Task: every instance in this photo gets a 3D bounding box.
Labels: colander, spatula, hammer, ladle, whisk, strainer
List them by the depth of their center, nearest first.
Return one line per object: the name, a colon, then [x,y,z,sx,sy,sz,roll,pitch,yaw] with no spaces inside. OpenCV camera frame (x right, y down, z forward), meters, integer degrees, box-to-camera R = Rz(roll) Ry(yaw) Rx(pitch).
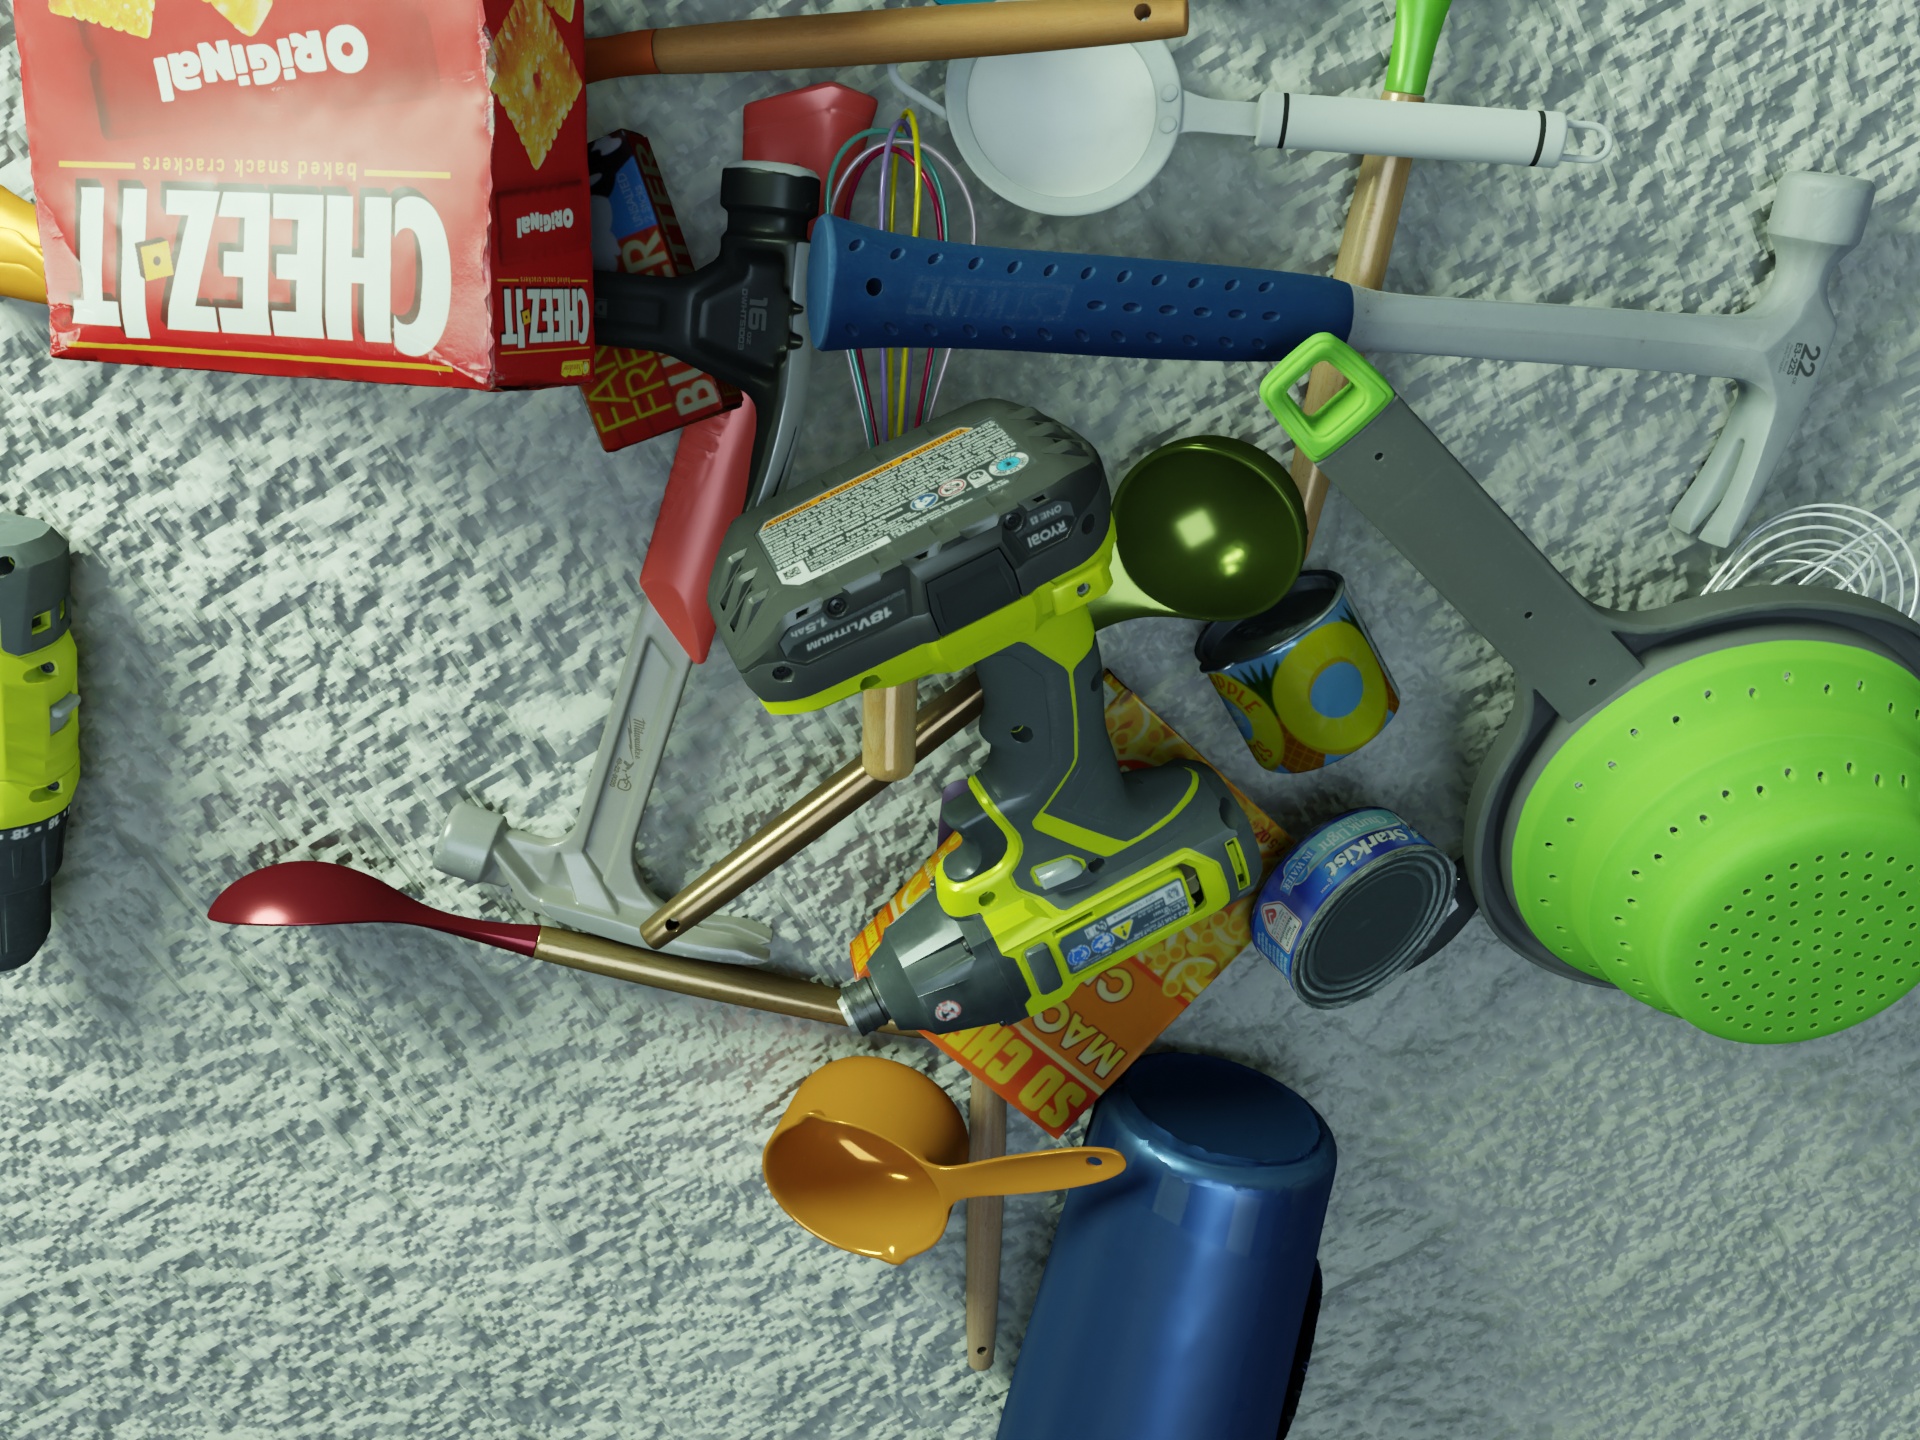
spatula: [-0.084,-0.235,0.549,0.322,0.041,0.081,1,94,12]
hammer: [-0.217,-0.146,0.566,0.337,0.034,0.127,9,103,8]
hammer: [0.146,-0.138,0.574,0.405,0.035,0.144,-1,113,-18]
strainer: [0.104,-0.215,0.574,0.258,0.050,0.087,5,84,3]
colander: [0.252,0.010,0.585,0.396,0.095,0.204,39,114,-24]
whisk: [-0.025,-0.096,0.585,0.051,0.047,0.245,-10,108,-40]
ladle: [-0.001,-0.002,0.637,0.320,0.062,0.078,-37,103,4]
hammer: [-0.096,-0.070,0.637,0.149,0.037,0.359,18,109,-9]
whisk: [0.276,0.018,0.679,0.070,0.070,0.284,40,109,-15]
ladle: [-0.159,0.104,0.695,0.315,0.069,0.031,14,91,-13]
spatula: [0.015,0.174,0.743,0.059,0.018,0.315,0,110,-5]

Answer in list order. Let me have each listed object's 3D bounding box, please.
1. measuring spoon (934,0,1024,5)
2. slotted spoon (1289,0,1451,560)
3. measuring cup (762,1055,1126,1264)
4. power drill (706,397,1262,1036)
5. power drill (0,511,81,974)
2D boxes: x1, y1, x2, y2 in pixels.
measuring spoon: [0.052,-0.279,0.579,0.128,0.021,0.042,-7,119,10]
slotted spoon: [0.159,-0.210,0.601,0.070,0.031,0.313,7,112,-5]
measuring cup: [-0.003,0.185,0.701,0.173,0.052,0.095,-14,117,26]
power drill: [0.005,0.015,0.573,0.171,0.080,0.223,-27,126,-5]
power drill: [-0.471,0.004,0.629,0.228,0.080,0.190,7,110,-8]
